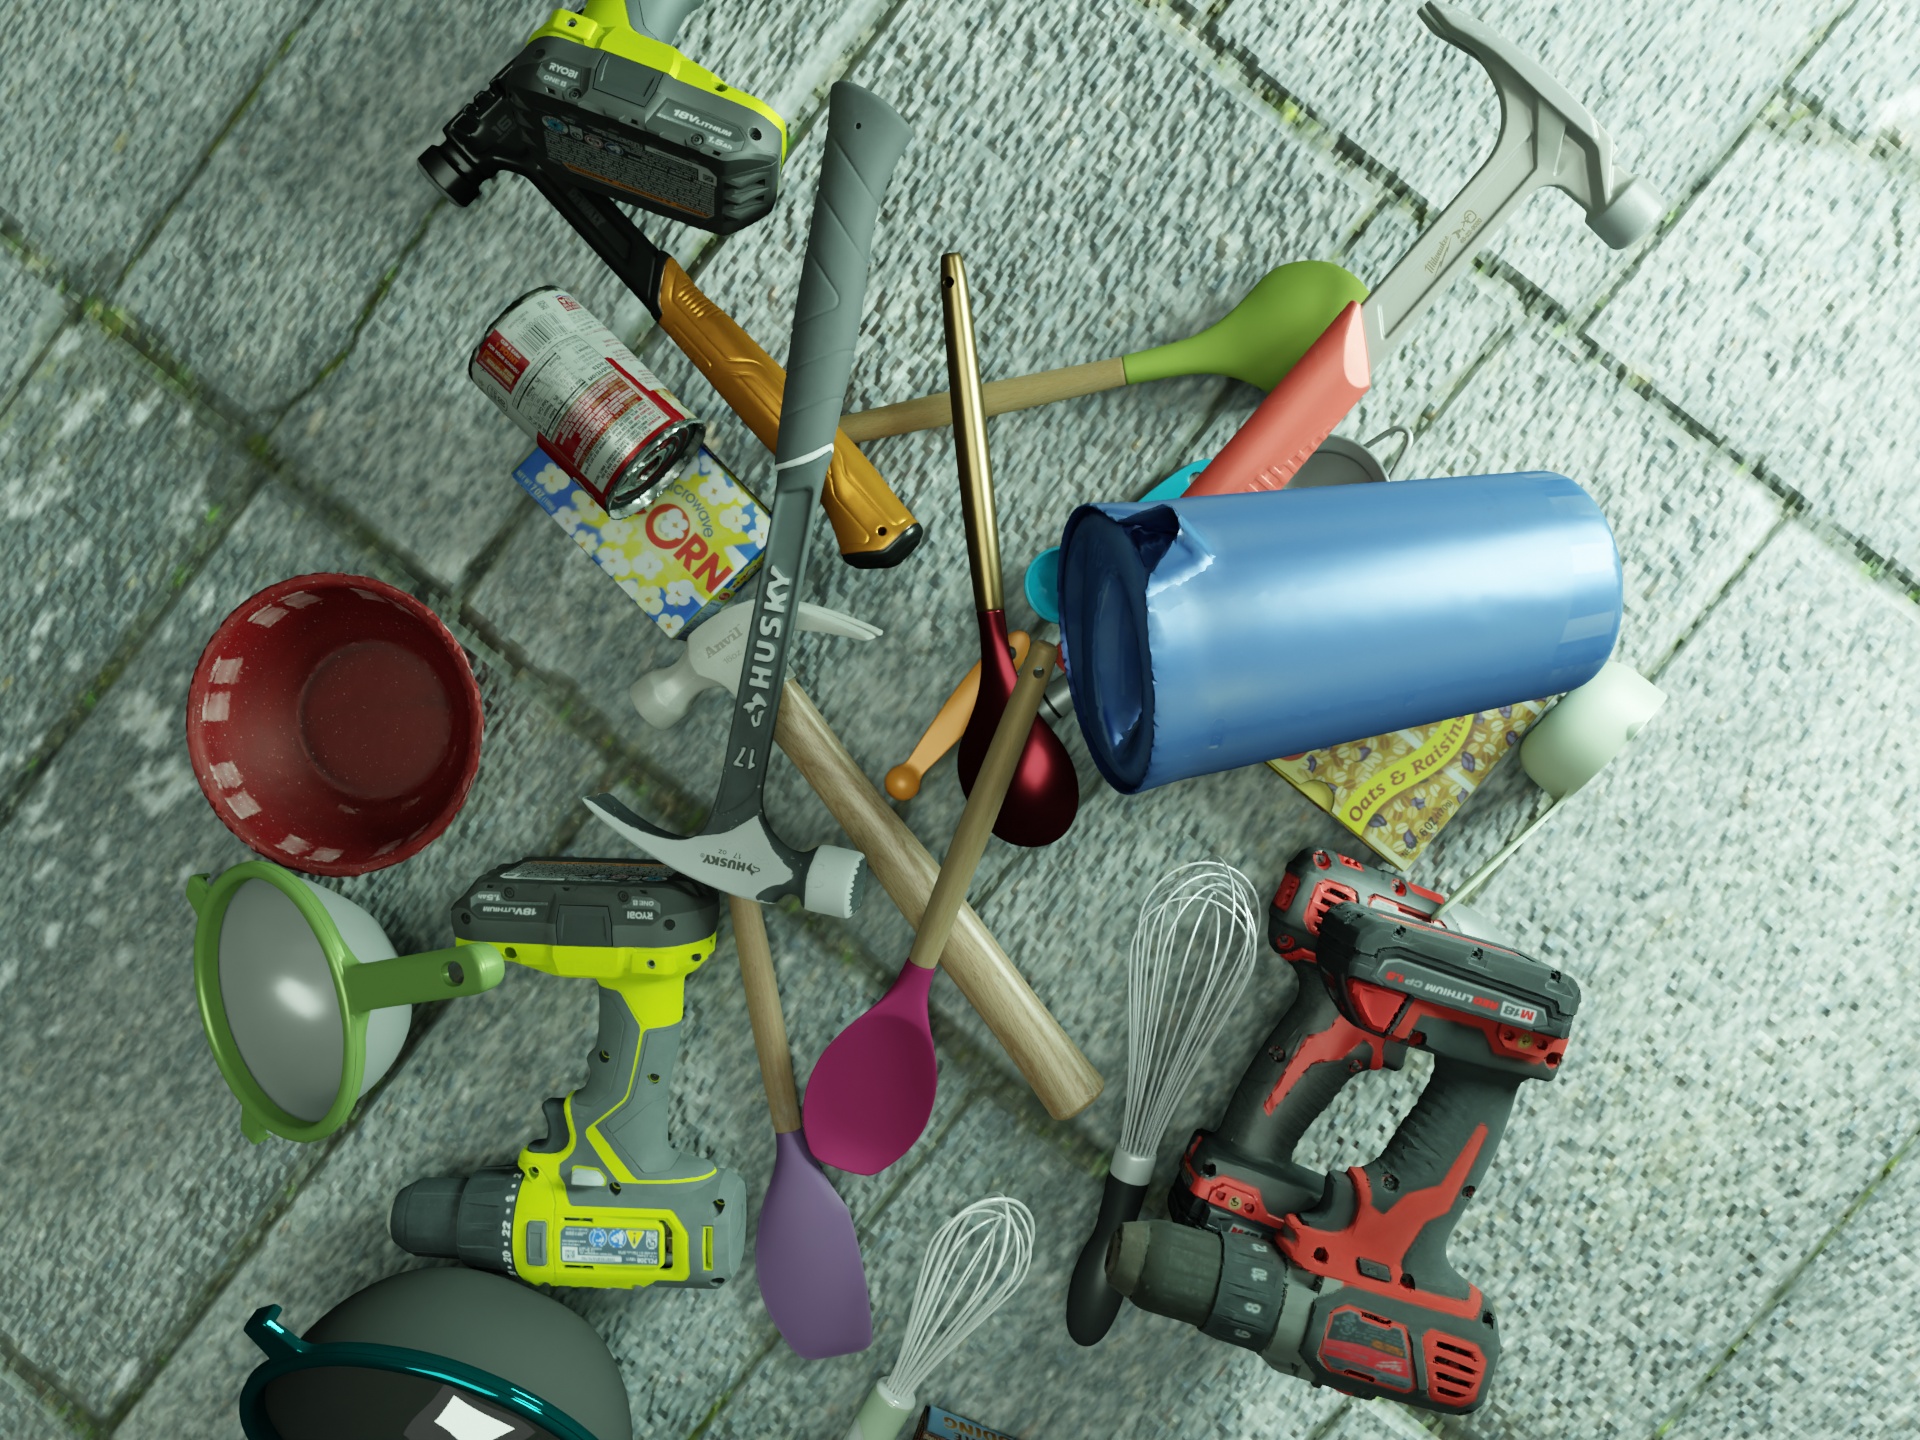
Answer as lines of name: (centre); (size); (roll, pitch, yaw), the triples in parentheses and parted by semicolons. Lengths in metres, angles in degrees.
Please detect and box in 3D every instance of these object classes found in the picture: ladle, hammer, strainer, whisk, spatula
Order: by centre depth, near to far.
hammer: (0.165, -0.163, 0.783); (0.149, 0.037, 0.359); (40, 103, -6)
hammer: (-0.087, -0.113, 0.802); (0.149, 0.036, 0.409); (11, 94, 9)
strainer: (-0.302, 0.134, 0.825); (0.256, 0.069, 0.151); (-14, 90, 36)
ladle: (0.014, -0.084, 0.833); (0.069, 0.031, 0.315); (-3, 98, 26)
hammer: (-0.135, -0.216, 0.840); (0.127, 0.034, 0.337); (-42, 86, 5)
strainer: (-0.198, 0.371, 0.843); (0.340, 0.095, 0.210); (13, 129, 0)
strainer: (0.131, -0.067, 0.844); (0.258, 0.050, 0.087); (-35, 63, 10)
ladle: (0.062, -0.179, 0.847); (0.320, 0.062, 0.078); (-10, 93, 10)
whisk: (0.101, 0.207, 0.852); (0.070, 0.070, 0.284); (15, 100, 2)
hammer: (-0.031, 0.075, 0.857); (0.130, 0.031, 0.331); (-36, 93, 17)
whisk: (-0.032, 0.363, 0.873); (0.059, 0.058, 0.246); (25, 99, -29)
spatula: (-0.102, 0.202, 0.881); (0.060, 0.018, 0.316); (-10, 93, 1)

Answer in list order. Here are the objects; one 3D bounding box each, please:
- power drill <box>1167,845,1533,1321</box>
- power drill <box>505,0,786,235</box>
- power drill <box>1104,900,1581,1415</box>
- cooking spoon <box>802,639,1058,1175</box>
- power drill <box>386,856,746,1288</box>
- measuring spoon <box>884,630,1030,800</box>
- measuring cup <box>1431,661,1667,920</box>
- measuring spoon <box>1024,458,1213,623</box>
power drill: (0.206, 0.190, 0.837); (0.143, 0.078, 0.219); (21, 91, 1)
power drill: (-0.120, -0.370, 0.802); (0.171, 0.080, 0.223); (19, 76, -5)
power drill: (0.184, 0.206, 0.766); (0.188, 0.080, 0.227); (16, 91, 2)
cooking spoon: (-0.011, 0.104, 0.833); (0.068, 0.017, 0.318); (20, 107, -4)
power drill: (-0.214, 0.193, 0.858); (0.190, 0.080, 0.228); (1, 96, 3)
measuring spoon: (-0.001, -0.003, 0.867); (0.021, 0.011, 0.117); (40, 95, 0)
measuring cup: (0.289, 0.034, 0.813); (0.167, 0.083, 0.038); (-43, 76, -6)
measuring spoon: (0.088, -0.098, 0.859); (0.128, 0.021, 0.042); (-38, 90, -5)
